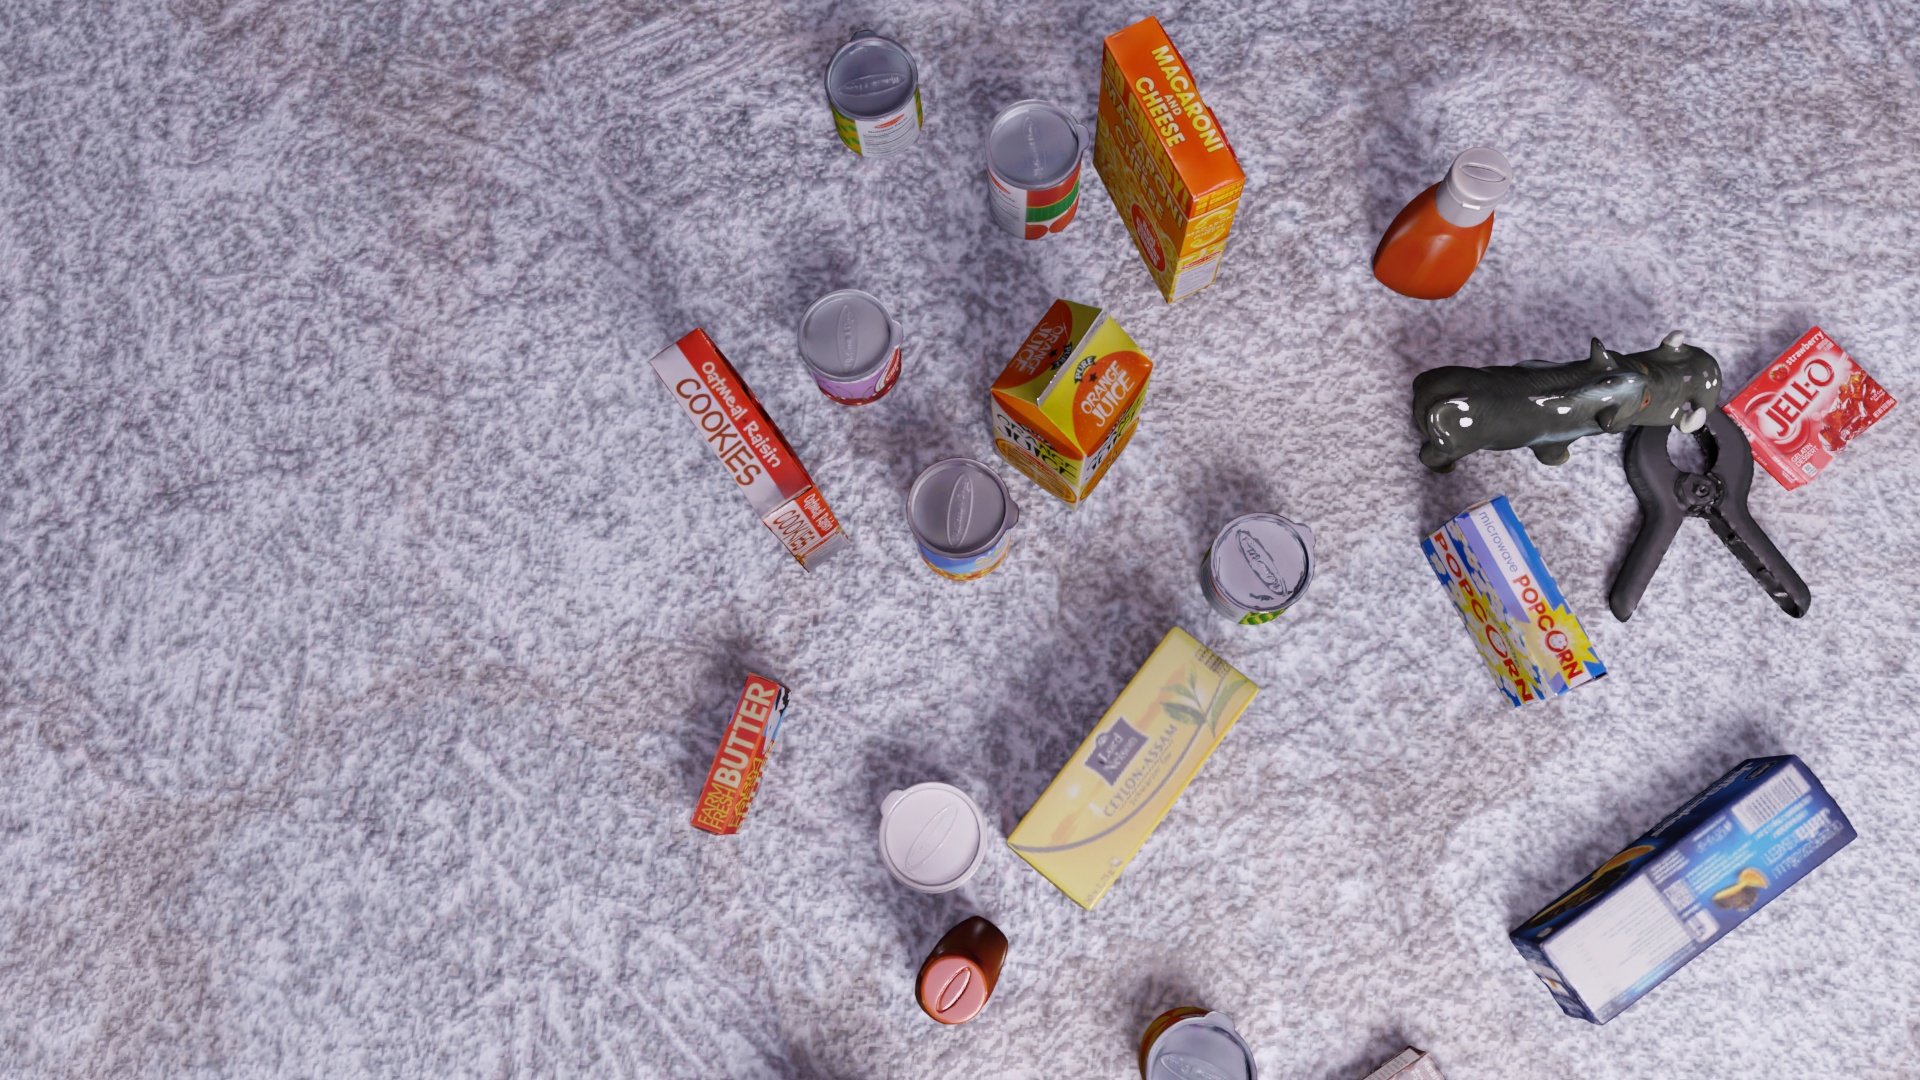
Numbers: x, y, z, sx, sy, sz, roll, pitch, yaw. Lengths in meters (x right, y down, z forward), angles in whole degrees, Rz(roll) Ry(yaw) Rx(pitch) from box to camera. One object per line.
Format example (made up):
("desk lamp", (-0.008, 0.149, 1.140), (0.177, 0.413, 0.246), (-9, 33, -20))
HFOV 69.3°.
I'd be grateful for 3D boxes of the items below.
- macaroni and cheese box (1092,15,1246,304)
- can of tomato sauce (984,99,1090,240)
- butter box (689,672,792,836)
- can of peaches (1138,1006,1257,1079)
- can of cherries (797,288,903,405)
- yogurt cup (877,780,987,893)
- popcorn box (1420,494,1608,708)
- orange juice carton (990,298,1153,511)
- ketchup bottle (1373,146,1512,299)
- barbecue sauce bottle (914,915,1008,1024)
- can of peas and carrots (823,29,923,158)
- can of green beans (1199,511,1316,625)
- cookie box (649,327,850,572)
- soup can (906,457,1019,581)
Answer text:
("macaroni and cheese box", (0.134, -0.245, 0.916), (0.040, 0.166, 0.124), (-25, 78, -3))
("can of tomato sauce", (0.053, -0.256, 0.964), (0.071, 0.083, 0.071), (-1, 78, 3))
("butter box", (-0.141, 0.139, 0.899), (0.024, 0.053, 0.103), (19, 79, 6))
("can of peaches", (0.144, 0.318, 0.844), (0.071, 0.058, 0.071), (-1, 78, 2))
("can of cherries", (-0.072, -0.131, 0.954), (0.071, 0.058, 0.071), (-1, 78, 2))
("yogurt cup", (-0.016, 0.188, 0.883), (0.072, 0.054, 0.072), (-1, 78, 2))
("popcorn box", (0.348, 0.040, 0.884), (0.038, 0.085, 0.127), (-25, 78, -3))
("orange juice carton", (0.068, -0.086, 0.869), (0.073, 0.192, 0.072), (36, 82, 9))
("ketchup bottle", (0.318, -0.205, 0.908), (0.065, 0.148, 0.043), (16, 79, 6))
("barbecue sauce bottle", (-0.001, 0.256, 0.818), (0.044, 0.148, 0.065), (37, 82, 9))
("can of peas and carrots", (-0.062, -0.319, 0.996), (0.071, 0.058, 0.071), (-1, 78, 2))
("can of green beans", (0.193, 0.019, 0.909), (0.071, 0.057, 0.071), (-1, 78, 2))
("cookie box", (-0.129, -0.053, 0.884), (0.040, 0.167, 0.123), (-36, 79, -5))
("soup can", (0.003, -0.011, 0.911), (0.071, 0.083, 0.071), (-1, 78, 3))
